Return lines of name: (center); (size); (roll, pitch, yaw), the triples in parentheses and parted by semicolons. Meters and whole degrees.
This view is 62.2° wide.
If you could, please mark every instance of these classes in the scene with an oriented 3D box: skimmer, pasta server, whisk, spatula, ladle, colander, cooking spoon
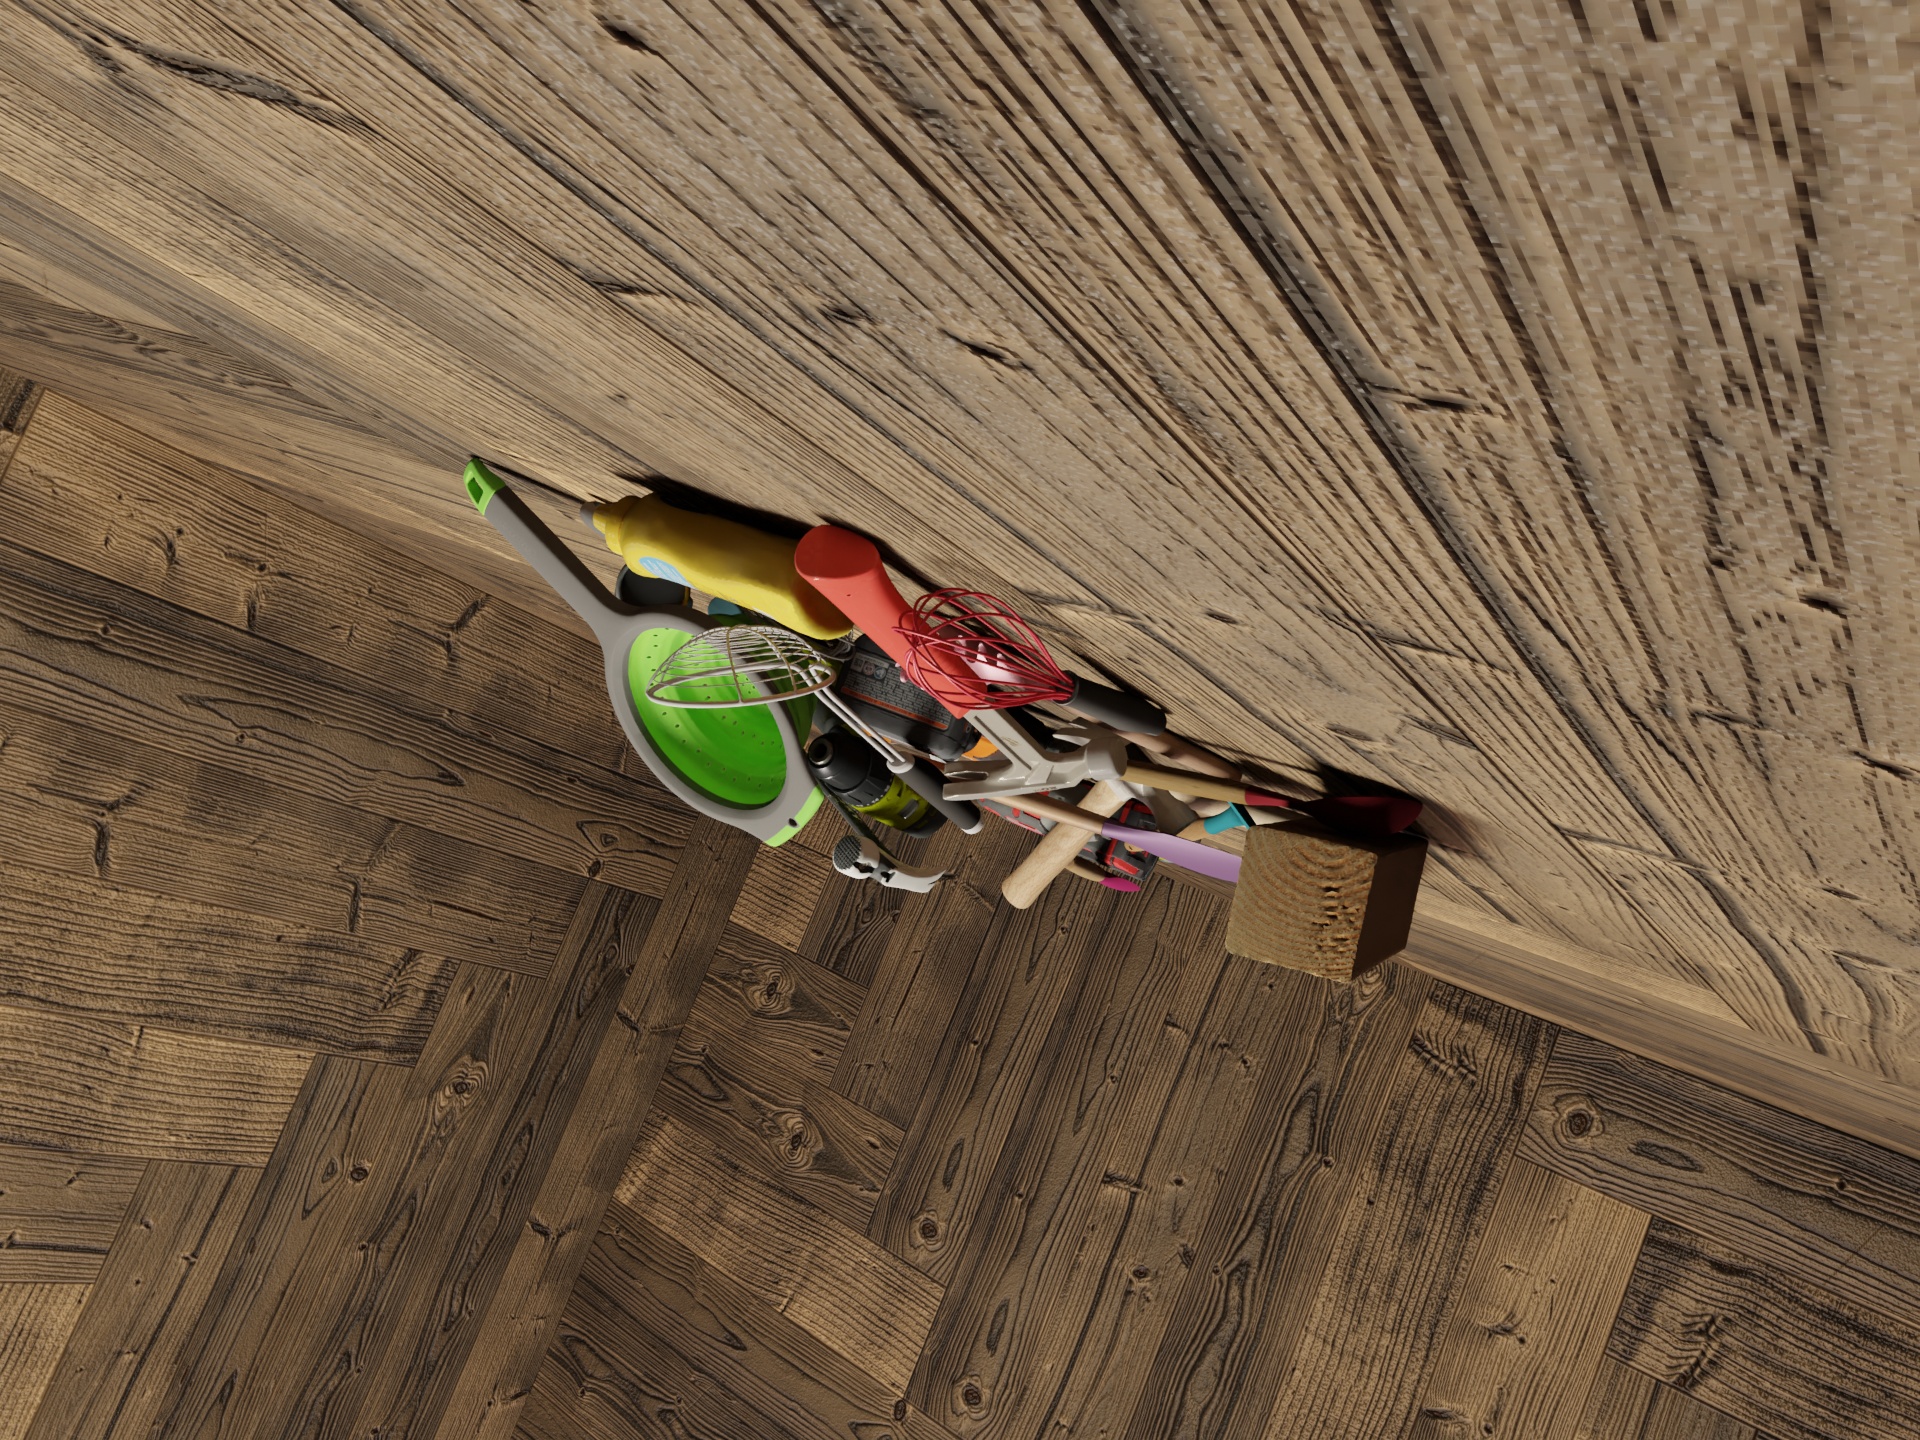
skimmer: (-0.085, 0.031, 1.180); (0.127, 0.090, 0.362); (4, 156, 34)
pasta server: (0.090, -0.004, 1.174); (0.316, 0.040, 0.060); (23, 149, -29)
whisk: (-0.187, -0.109, 1.233); (0.239, 0.055, 0.055); (27, 175, -4)
spatula: (0.193, 0.097, 1.348); (0.082, 0.044, 0.317); (53, 162, -1)
ladle: (0.191, 0.049, 1.167); (0.316, 0.031, 0.069); (10, 173, 46)
colander: (-0.242, -0.079, 1.304); (0.397, 0.094, 0.204); (46, 139, 0)
whisk: (0.056, -0.026, 1.018); (0.073, 0.073, 0.295); (18, 180, 37)
spatula: (0.092, 0.078, 1.278); (0.316, 0.018, 0.059); (18, 157, 17)
cooking spoon: (0.138, 0.157, 1.635); (0.069, 0.017, 0.318); (22, 176, 16)

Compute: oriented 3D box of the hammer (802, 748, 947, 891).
hammer: (-0.155, 0.029, 1.540); (0.149, 0.036, 0.409); (27, -165, -49)

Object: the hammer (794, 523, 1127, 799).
hammer: (-0.016, -0.027, 1.069); (0.149, 0.037, 0.358); (-8, 154, 24)

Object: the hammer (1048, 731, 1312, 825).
hammer: (0.210, 0.069, 1.441); (0.411, 0.038, 0.146); (18, 175, 44)

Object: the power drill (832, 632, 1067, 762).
power drill: (-0.002, -0.004, 1.353); (0.164, 0.084, 0.226); (20, 179, 17)

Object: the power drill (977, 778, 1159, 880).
power drill: (0.121, 0.096, 1.574); (0.143, 0.078, 0.219); (20, 178, 30)

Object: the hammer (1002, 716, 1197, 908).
hammer: (0.098, 0.098, 1.408); (0.130, 0.031, 0.331); (53, 152, 11)

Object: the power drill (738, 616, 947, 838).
power drill: (-0.120, 0.003, 1.445); (0.229, 0.080, 0.190); (47, -172, 32)

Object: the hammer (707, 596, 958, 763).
hammer: (-0.134, -0.044, 1.636); (0.330, 0.033, 0.128); (33, -176, -47)
